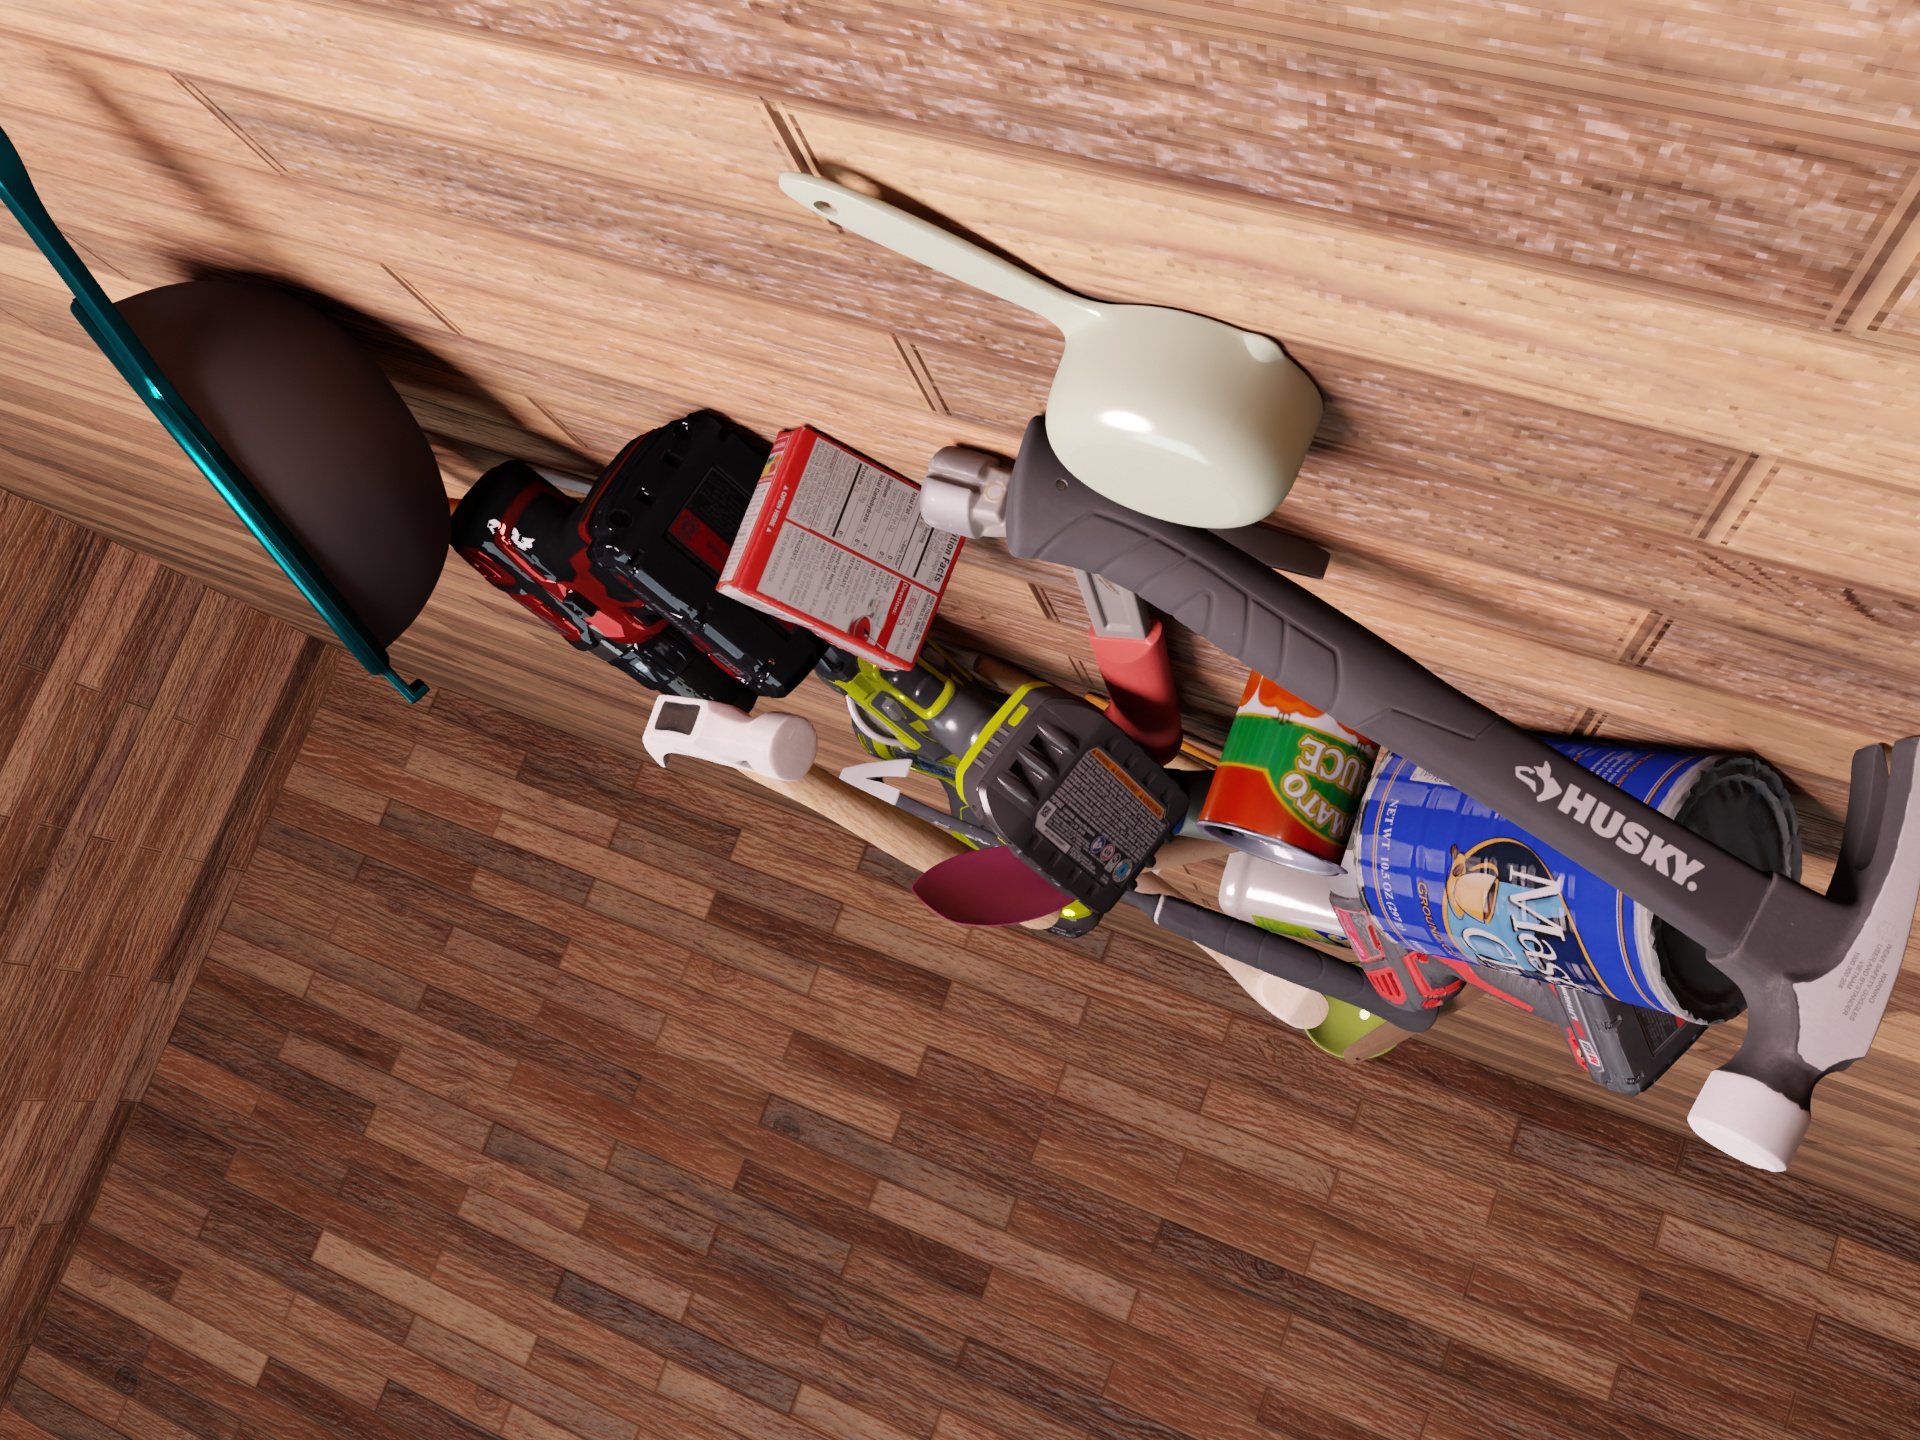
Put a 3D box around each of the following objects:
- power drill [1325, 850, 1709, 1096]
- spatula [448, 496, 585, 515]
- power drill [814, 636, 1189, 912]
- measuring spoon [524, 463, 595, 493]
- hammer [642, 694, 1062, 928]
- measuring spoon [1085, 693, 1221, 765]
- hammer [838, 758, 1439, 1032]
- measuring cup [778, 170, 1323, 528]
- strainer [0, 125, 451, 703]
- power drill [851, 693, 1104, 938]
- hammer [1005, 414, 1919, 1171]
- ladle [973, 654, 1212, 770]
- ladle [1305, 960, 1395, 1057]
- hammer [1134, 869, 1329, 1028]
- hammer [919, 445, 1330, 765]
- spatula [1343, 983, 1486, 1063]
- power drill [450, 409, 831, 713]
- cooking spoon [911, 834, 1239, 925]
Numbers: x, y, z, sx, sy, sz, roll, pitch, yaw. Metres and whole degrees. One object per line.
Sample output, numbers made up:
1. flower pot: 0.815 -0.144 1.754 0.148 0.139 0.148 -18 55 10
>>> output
1. power drill: 0.294 0.114 0.888 0.220 0.078 0.143 11 133 62
2. spatula: -0.225 -0.122 0.884 0.323 0.041 0.081 7 132 32
3. power drill: -0.001 -0.003 0.833 0.223 0.080 0.171 35 176 43
4. measuring spoon: -0.202 -0.122 0.891 0.124 0.018 0.034 19 171 20
5. hammer: -0.043 0.057 0.863 0.130 0.031 0.331 11 165 38
6. measuring spoon: 0.127 0.007 0.949 0.117 0.011 0.021 26 172 -8
7. hammer: 0.113 0.112 1.009 0.409 0.036 0.149 22 169 -4
8. measuring cup: 0.022 -0.099 0.439 0.167 0.038 0.083 22 171 -19
9. strainer: -0.307 -0.154 0.696 0.211 0.095 0.340 47 164 15
10. power drill: 0.041 0.061 1.116 0.191 0.080 0.228 17 153 29
11. hammer: 0.160 -0.003 0.527 0.335 0.146 0.035 32 171 2
12. ladle: 0.139 0.031 1.003 0.315 0.031 0.069 27 165 -23
13. ladle: 0.299 0.157 1.057 0.078 0.062 0.320 20 154 5
14. hammer: 0.180 0.154 1.267 0.146 0.038 0.411 31 -178 -23
15. hammer: 0.087 -0.028 0.730 0.149 0.037 0.358 19 170 15
16. spatula: 0.331 0.167 1.018 0.059 0.018 0.315 22 146 -8
17. power drill: -0.138 -0.059 0.778 0.187 0.080 0.227 41 159 -28
18. cooking spoon: 0.109 0.076 0.889 0.318 0.017 0.069 -8 -152 -37
